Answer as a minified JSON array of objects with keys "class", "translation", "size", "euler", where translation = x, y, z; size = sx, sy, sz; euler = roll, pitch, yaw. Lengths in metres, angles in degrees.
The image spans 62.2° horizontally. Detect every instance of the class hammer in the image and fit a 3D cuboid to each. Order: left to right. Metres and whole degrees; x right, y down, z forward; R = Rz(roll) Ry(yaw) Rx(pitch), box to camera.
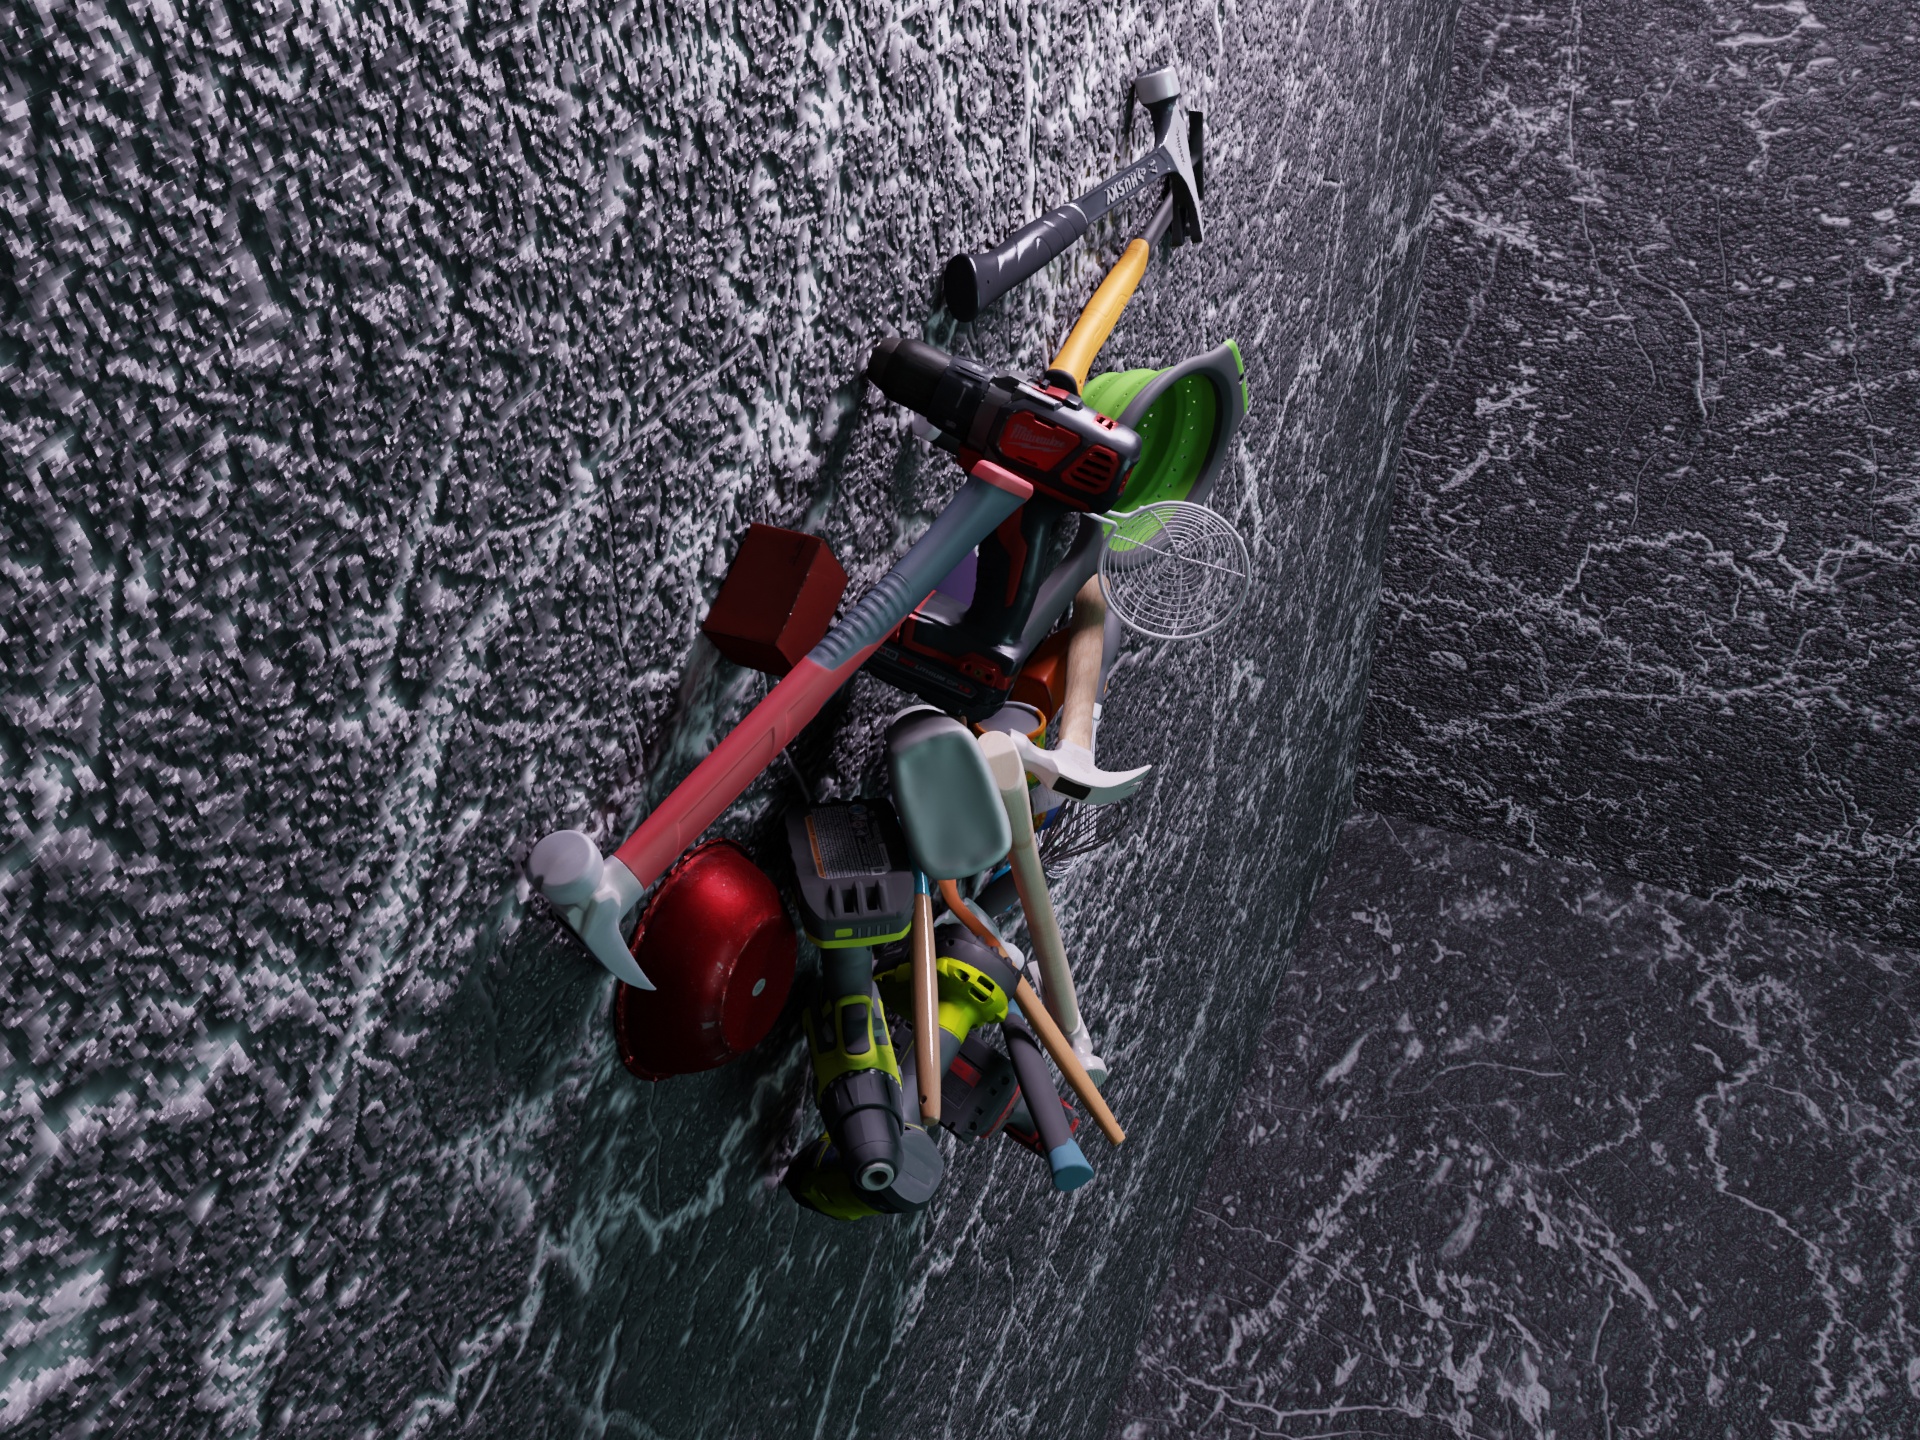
[{"class":"hammer","translation":[-0.087,-0.010,0.941],"size":[0.386,0.038,0.143],"euler":[-47,152,-21]},{"class":"hammer","translation":[0.049,0.264,1.333],"size":[0.128,0.033,0.331],"euler":[50,8,-32]},{"class":"hammer","translation":[0.062,0.151,1.353],"size":[0.410,0.038,0.146],"euler":[74,-4,-45]},{"class":"hammer","translation":[0.097,-0.397,1.258],"size":[0.409,0.036,0.149],"euler":[-47,126,-45]},{"class":"hammer","translation":[0.110,-0.039,1.417],"size":[0.031,0.130,0.332],"euler":[-58,-169,35]},{"class":"hammer","translation":[0.150,-0.406,1.421],"size":[0.127,0.034,0.337],"euler":[79,33,-50]}]

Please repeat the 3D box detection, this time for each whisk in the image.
[{"class":"whisk","translation":[0.073,0.123,1.423],"size":[0.239,0.055,0.055],"euler":[-46,-177,42]},{"class":"whisk","translation":[0.125,0.022,1.623],"size":[0.070,0.070,0.285],"euler":[34,68,-68]}]

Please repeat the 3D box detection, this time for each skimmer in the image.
[{"class":"skimmer","translation":[0.098,-0.153,1.246],"size":[0.127,0.090,0.363],"euler":[-38,147,26]}]

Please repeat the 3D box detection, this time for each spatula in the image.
[{"class":"spatula","translation":[-0.020,0.155,1.154],"size":[0.044,0.082,0.318],"euler":[43,29,-36]},{"class":"spatula","translation":[-0.002,-0.004,1.321],"size":[0.060,0.018,0.315],"euler":[-27,134,-32]},{"class":"spatula","translation":[0.048,0.204,1.310],"size":[0.041,0.323,0.081],"euler":[-34,174,8]}]

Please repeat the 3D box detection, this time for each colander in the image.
[{"class":"colander","translation":[0.098,-0.179,1.394],"size":[0.397,0.095,0.204],"euler":[-51,151,-11]}]

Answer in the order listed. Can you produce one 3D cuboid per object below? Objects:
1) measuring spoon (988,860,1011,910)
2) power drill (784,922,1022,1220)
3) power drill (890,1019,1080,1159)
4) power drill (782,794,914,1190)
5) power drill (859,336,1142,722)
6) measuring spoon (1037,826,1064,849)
[{"class":"measuring spoon","translation":[0.045,0.119,1.540],"size":[0.042,0.021,0.129],"euler":[30,67,-68]},{"class":"power drill","translation":[-0.051,0.277,1.236],"size":[0.080,0.171,0.223],"euler":[40,54,-19]},{"class":"power drill","translation":[0.017,0.329,1.444],"size":[0.078,0.143,0.219],"euler":[-54,151,-5]},{"class":"power drill","translation":[-0.073,0.186,1.092],"size":[0.191,0.080,0.228],"euler":[-113,-160,-59]},{"class":"power drill","translation":[-0.003,-0.133,1.075],"size":[0.080,0.188,0.226],"euler":[-60,175,-65]},{"class":"measuring spoon","translation":[0.079,0.148,1.633],"size":[0.124,0.018,0.034],"euler":[-46,145,-51]}]
